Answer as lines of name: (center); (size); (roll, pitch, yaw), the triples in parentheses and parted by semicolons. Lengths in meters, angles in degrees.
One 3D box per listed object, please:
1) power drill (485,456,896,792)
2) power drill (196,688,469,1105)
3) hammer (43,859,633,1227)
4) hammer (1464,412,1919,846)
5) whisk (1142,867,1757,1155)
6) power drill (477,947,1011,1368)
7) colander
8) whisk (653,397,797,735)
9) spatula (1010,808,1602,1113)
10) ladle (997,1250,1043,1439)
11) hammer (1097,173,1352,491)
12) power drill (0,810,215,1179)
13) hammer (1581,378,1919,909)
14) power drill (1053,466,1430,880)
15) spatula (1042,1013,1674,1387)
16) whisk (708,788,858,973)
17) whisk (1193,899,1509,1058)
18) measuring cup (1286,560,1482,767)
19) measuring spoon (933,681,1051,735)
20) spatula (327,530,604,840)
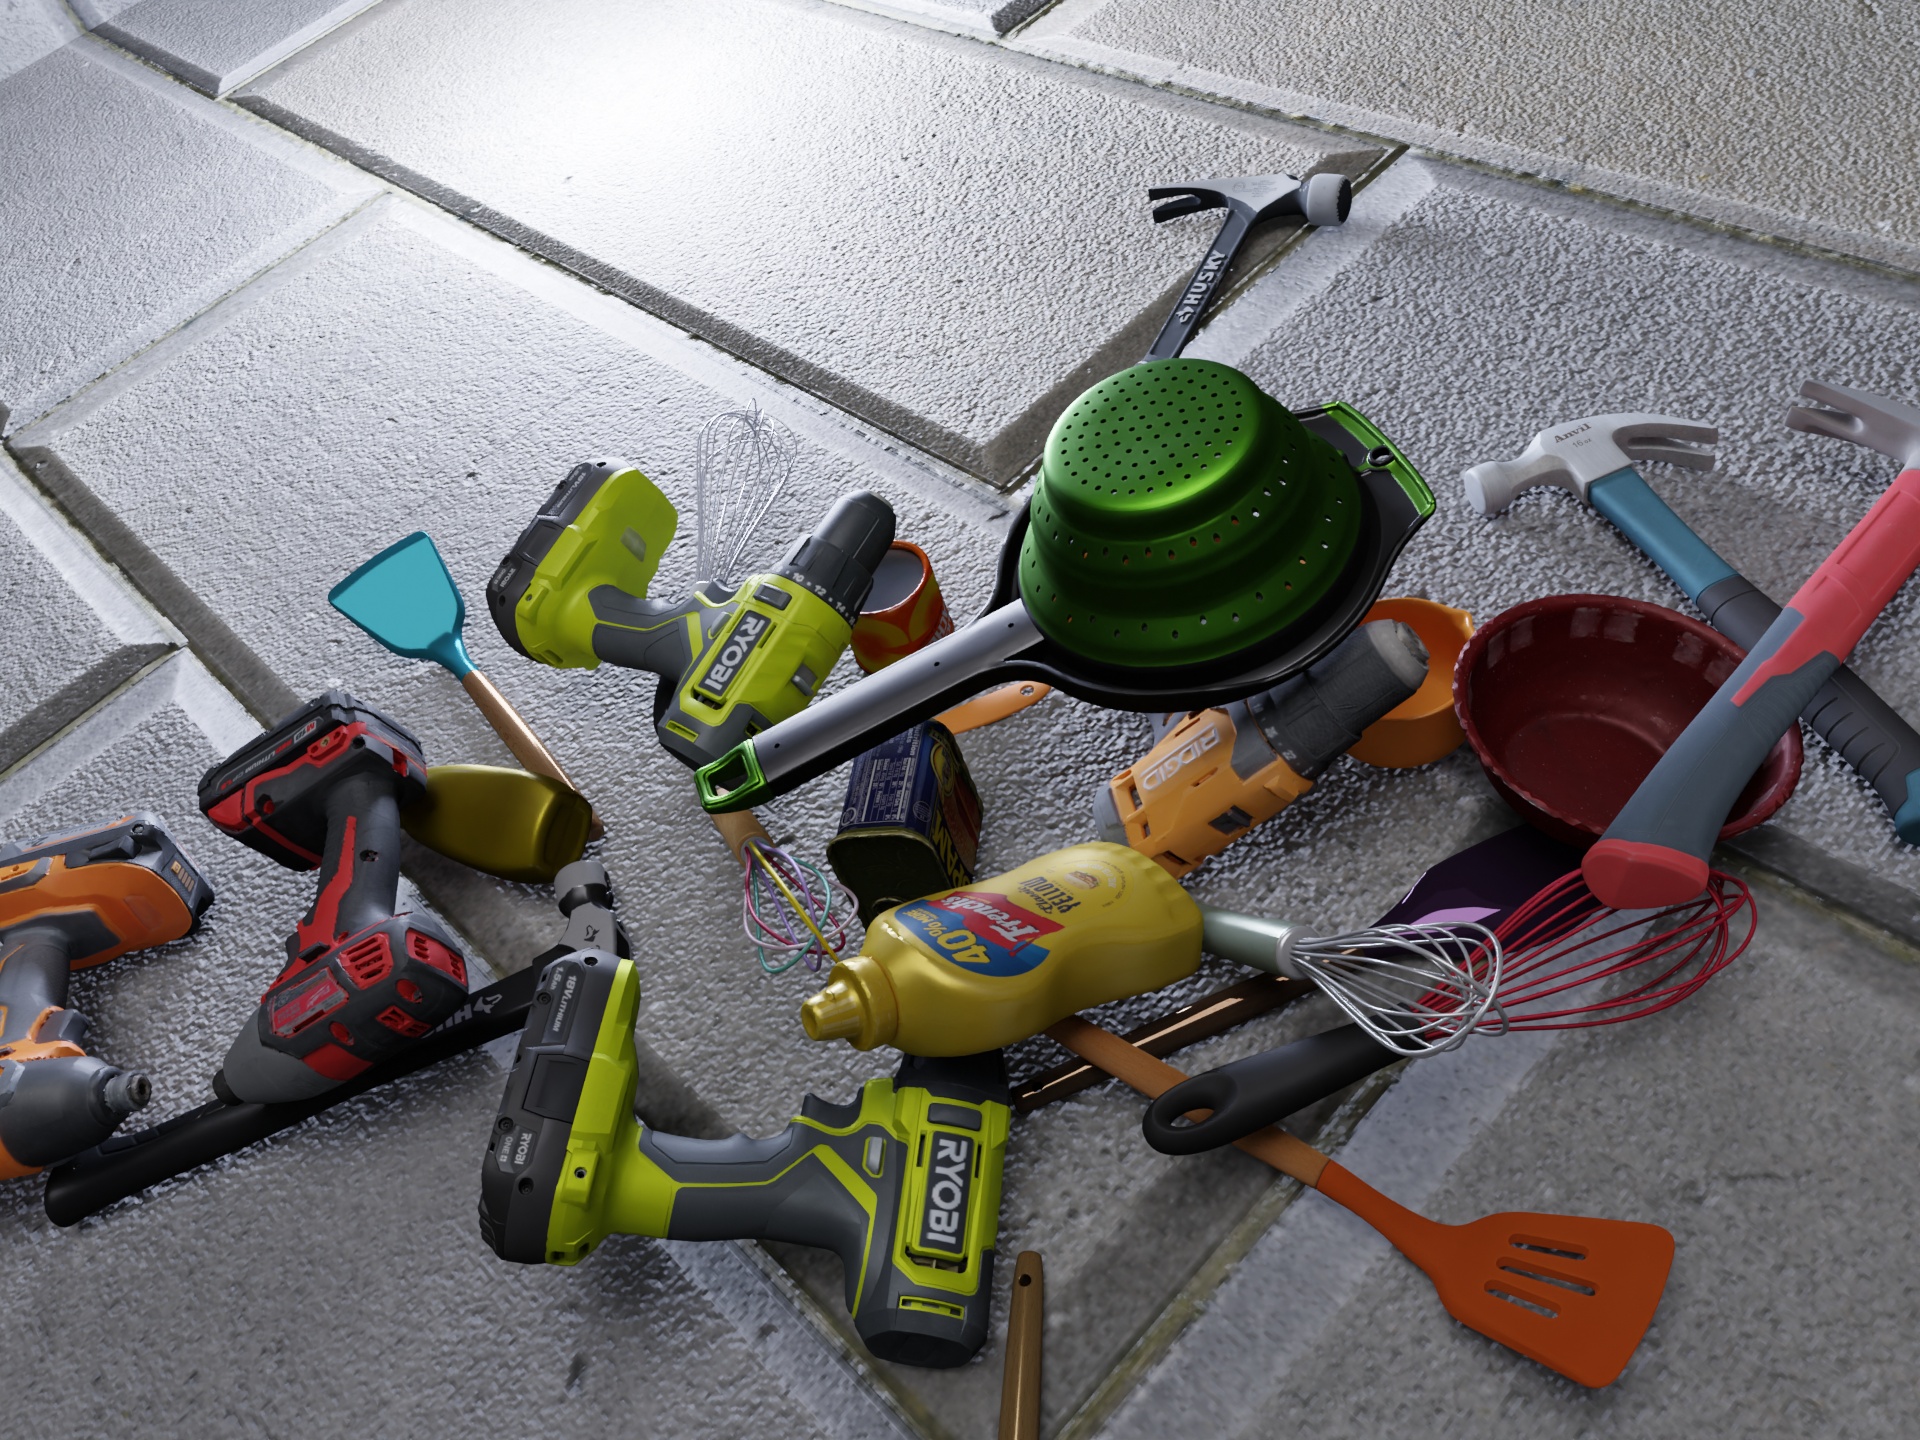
power drill: (-0.159, -0.078, 0.958); (0.229, 0.080, 0.190); (24, 75, 33)
power drill: (-0.353, 0.102, 0.876); (0.143, 0.078, 0.220); (-32, 50, 8)
hammer: (-0.335, 0.197, 0.864); (0.335, 0.035, 0.146); (-23, 47, -1)
hammer: (0.408, -0.058, 0.838); (0.128, 0.033, 0.331); (-24, 48, -1)
whisk: (0.217, 0.128, 0.703); (0.296, 0.073, 0.073); (-21, 47, -7)
power drill: (-0.089, 0.185, 0.724); (0.223, 0.080, 0.171); (12, 52, -5)
colander: (0.032, -0.072, 0.784); (0.397, 0.094, 0.205); (-27, 46, 1)
whisk: (-0.164, -0.105, 1.057); (0.070, 0.070, 0.285); (-3, 54, 16)
spatula: (0.171, 0.123, 0.770); (0.316, 0.018, 0.060); (-23, 57, -2)
ladle: (0.019, 0.359, 0.614); (0.069, 0.031, 0.316); (-7, 47, 14)
hammer: (0.133, -0.251, 1.094); (0.149, 0.036, 0.409); (13, 56, 29)
power drill: (-0.511, 0.159, 0.907); (0.164, 0.084, 0.227); (-13, 40, 7)
hammer: (0.394, -0.046, 0.766); (0.143, 0.038, 0.386); (34, 57, 28)
power drill: (0.137, -0.045, 0.847); (0.185, 0.084, 0.226); (-38, 43, 25)
spatula: (0.140, 0.183, 0.703); (0.323, 0.041, 0.081); (25, 49, 28)
whisk: (-0.101, 0.078, 0.828); (0.051, 0.047, 0.245); (-62, 22, 2)
whisk: (0.153, 0.102, 0.697); (0.059, 0.057, 0.246); (-58, 17, -10)
measuring cup: (0.215, -0.040, 0.876); (0.095, 0.052, 0.174); (-31, 44, -7)
measuring spoon: (-0.001, -0.003, 0.940); (0.117, 0.011, 0.021); (-21, 47, 0)
spatula: (-0.314, -0.019, 1.038); (0.082, 0.044, 0.318); (-38, 51, -14)
